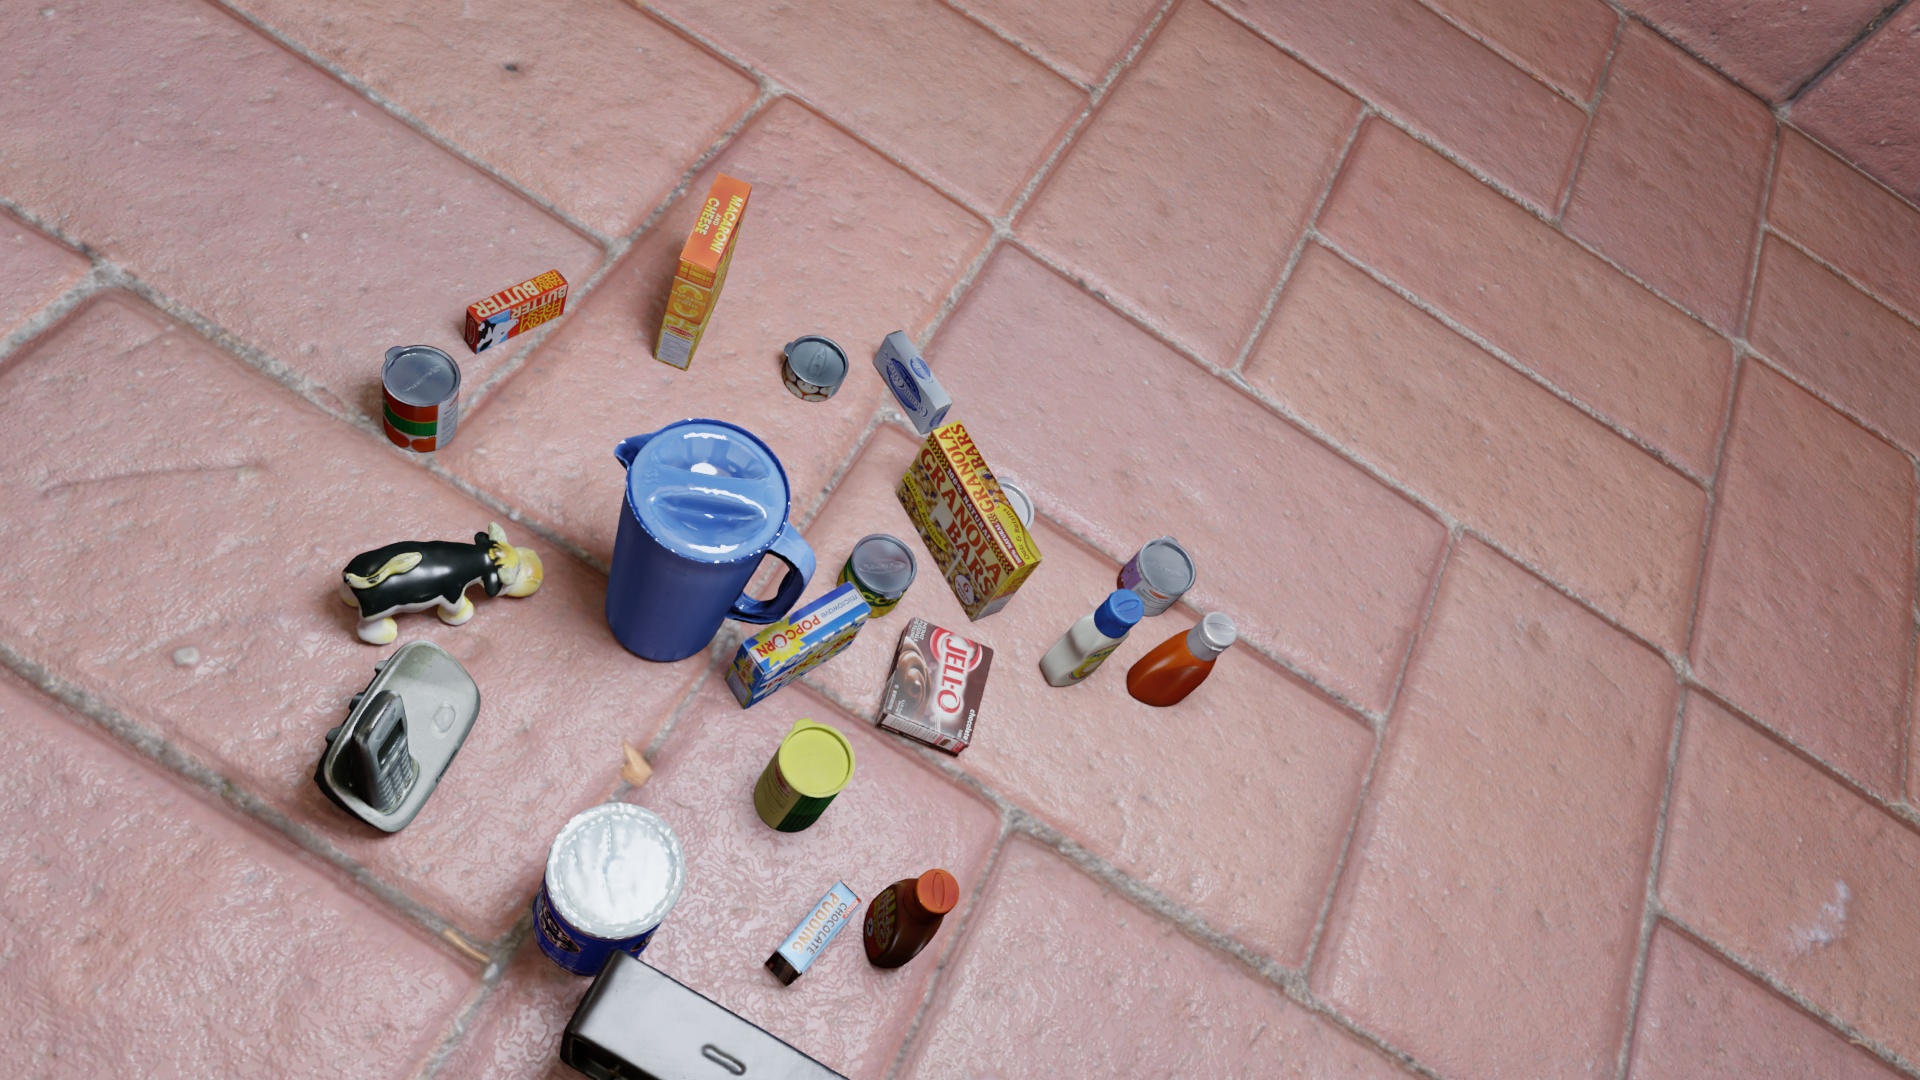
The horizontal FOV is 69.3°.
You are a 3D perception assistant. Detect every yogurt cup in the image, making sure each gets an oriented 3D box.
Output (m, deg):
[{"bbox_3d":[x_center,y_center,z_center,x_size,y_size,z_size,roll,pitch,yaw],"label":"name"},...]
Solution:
[{"bbox_3d":[0.036,-0.022,1.445,0.072,0.053,0.073,10,59,-17],"label":"yogurt cup"}]

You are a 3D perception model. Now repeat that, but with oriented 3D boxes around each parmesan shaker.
[{"bbox_3d":[-0.138,0.206,1.213,0.071,0.102,0.071,10,59,-17],"label":"parmesan shaker"}]

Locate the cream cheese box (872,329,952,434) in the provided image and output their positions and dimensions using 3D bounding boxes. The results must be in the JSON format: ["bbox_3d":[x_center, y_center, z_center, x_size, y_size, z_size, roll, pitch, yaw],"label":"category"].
[{"bbox_3d":[-0.052,-0.170,1.495,0.024,0.053,0.104,-25,73,-31],"label":"cream cheese box"}]

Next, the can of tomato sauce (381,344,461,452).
[{"bbox_3d":[-0.497,-0.130,1.274,0.071,0.082,0.071,10,59,-17],"label":"can of tomato sauce"}]

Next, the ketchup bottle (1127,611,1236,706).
[{"bbox_3d":[0.224,0.119,1.382,0.065,0.148,0.044,13,58,-15],"label":"ketchup bottle"}]

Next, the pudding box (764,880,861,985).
[{"bbox_3d":[-0.124,0.333,1.178,0.030,0.049,0.084,42,55,5],"label":"pudding box"}]

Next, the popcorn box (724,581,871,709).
[{"bbox_3d":[-0.150,0.096,1.283,0.127,0.084,0.038,-30,76,-33],"label":"popcorn box"}]

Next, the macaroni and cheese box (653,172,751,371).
[{"bbox_3d":[-0.259,-0.269,1.399,0.040,0.165,0.124,21,56,-10],"label":"macaroni and cheese box"}]

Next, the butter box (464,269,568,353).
[{"bbox_3d":[-0.439,-0.227,1.371,0.104,0.053,0.024,-35,79,-33],"label":"butter box"}]

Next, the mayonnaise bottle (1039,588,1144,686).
[{"bbox_3d":[0.132,0.095,1.359,0.065,0.147,0.041,-16,69,-29],"label":"mayonnaise bottle"}]

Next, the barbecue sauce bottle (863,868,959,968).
[{"bbox_3d":[-0.041,0.312,1.164,0.044,0.147,0.065,8,59,-18],"label":"barbecue sauce bottle"}]

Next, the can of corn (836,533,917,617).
[{"bbox_3d":[-0.082,0.037,1.360,0.071,0.058,0.071,10,59,-17],"label":"can of corn"}]

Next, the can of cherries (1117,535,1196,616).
[{"bbox_3d":[0.208,0.038,1.478,0.071,0.058,0.072,10,59,-17],"label":"can of cherries"}]

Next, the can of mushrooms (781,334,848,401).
[{"bbox_3d":[-0.157,-0.183,1.472,0.071,0.033,0.071,10,59,-17],"label":"can of mushrooms"}]

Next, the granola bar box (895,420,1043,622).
[{"bbox_3d":[0.005,-0.017,1.387,0.039,0.123,0.166,-21,71,-30],"label":"granola bar box"}]
